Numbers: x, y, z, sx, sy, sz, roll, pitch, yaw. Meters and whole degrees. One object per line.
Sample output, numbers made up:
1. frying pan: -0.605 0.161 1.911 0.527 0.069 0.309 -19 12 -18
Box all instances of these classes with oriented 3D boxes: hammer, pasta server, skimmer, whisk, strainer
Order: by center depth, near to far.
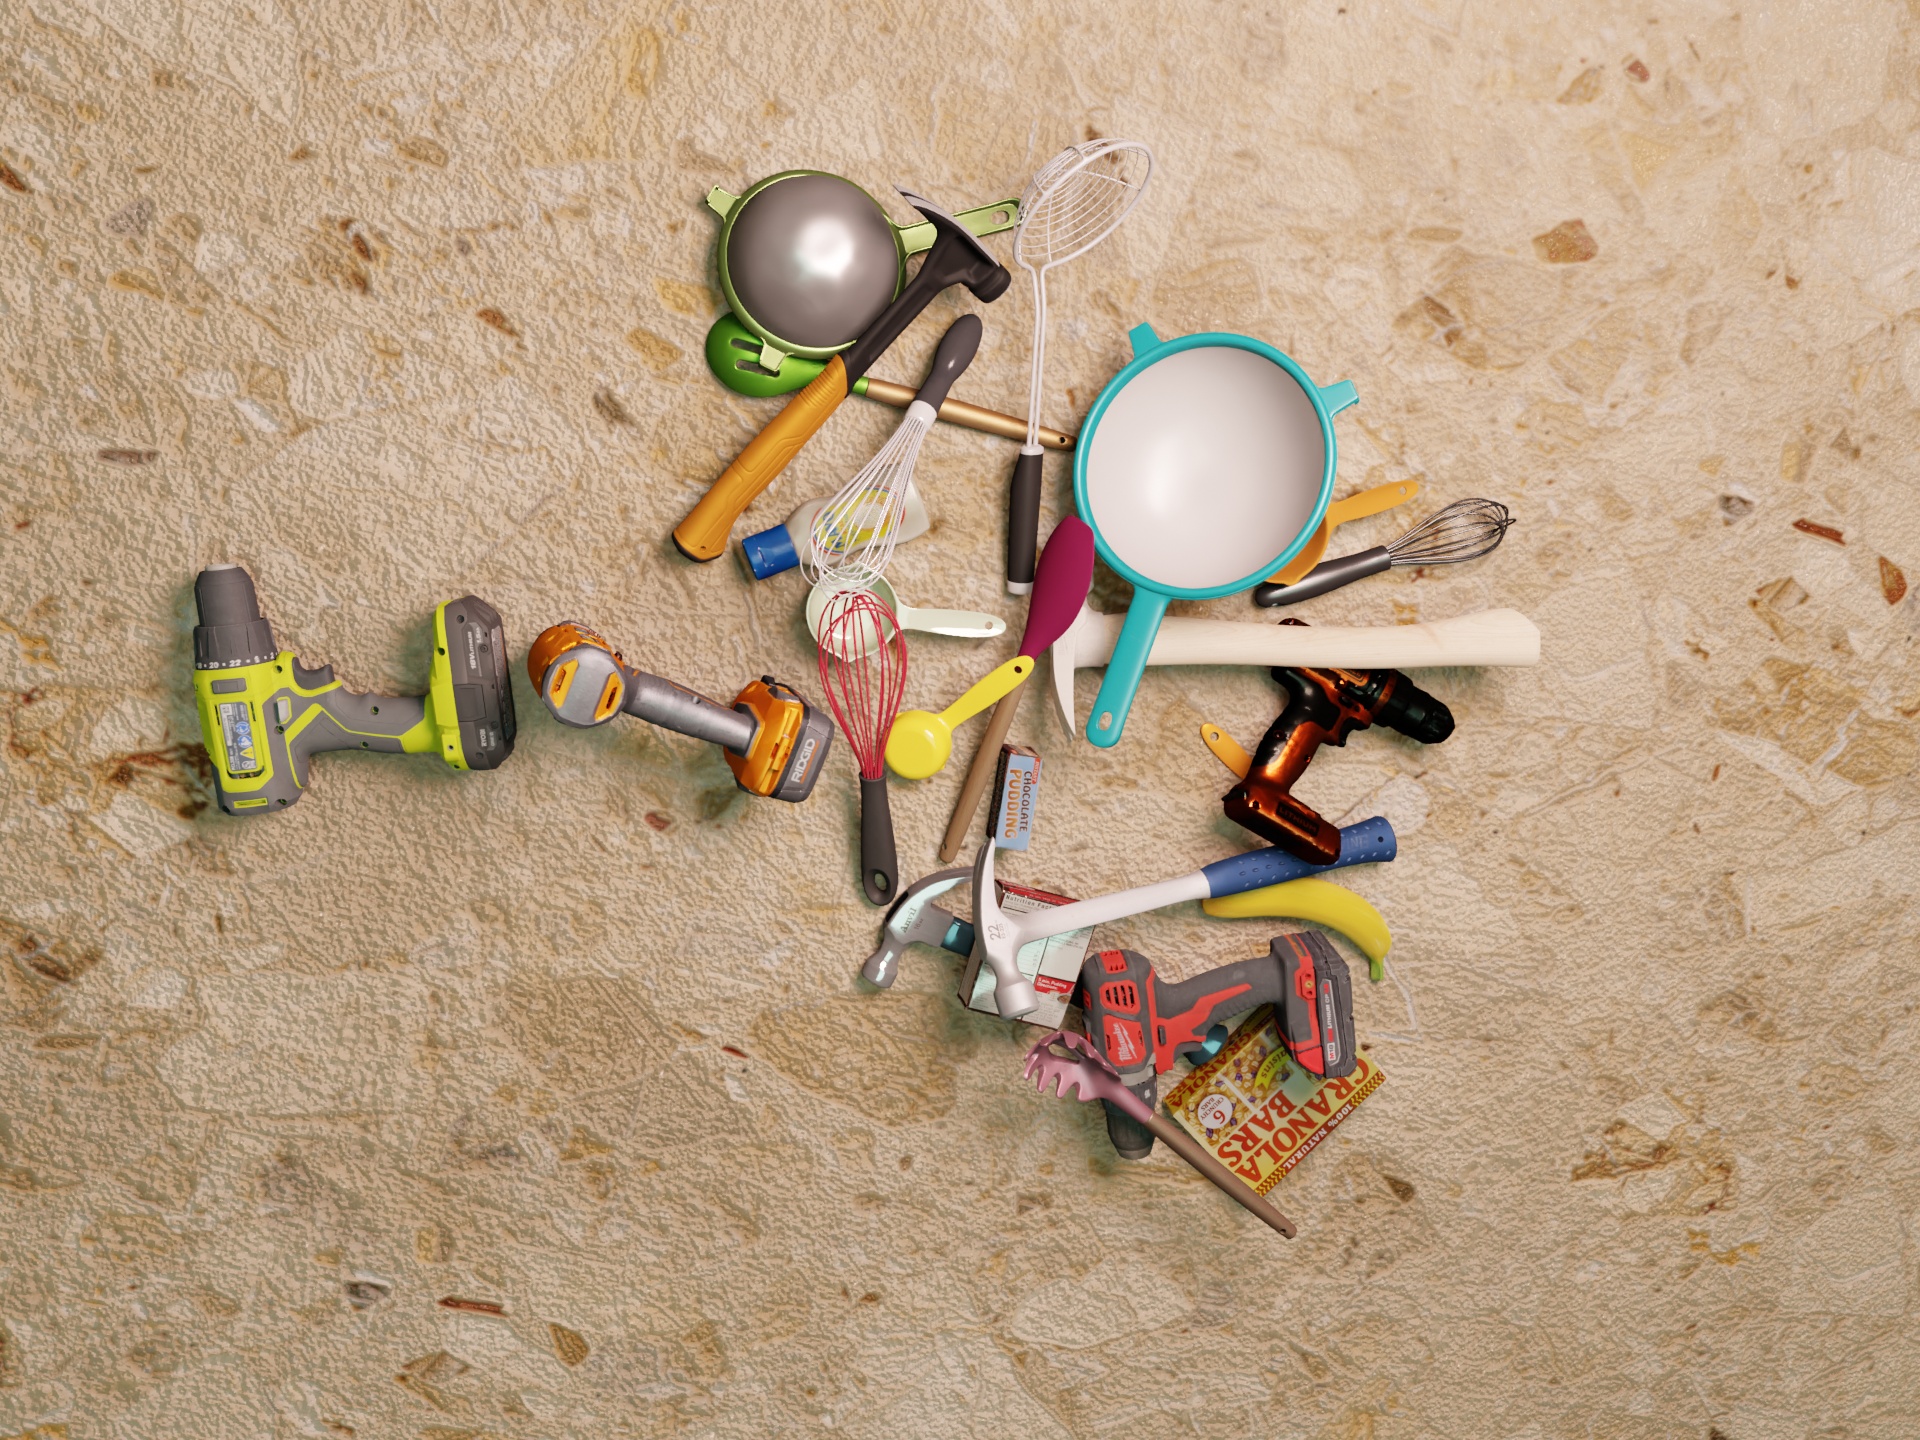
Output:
1. hammer: -0.111 -0.254 1.232 0.337 0.034 0.127 -46 141 13
2. strainer: -0.061 -0.376 1.237 0.256 0.069 0.151 -18 92 -12
3. whisk: -0.045 -0.213 1.239 0.070 0.070 0.285 32 66 -14
4. skimmer: 0.083 -0.269 1.255 0.127 0.090 0.363 -20 121 -46
5. strainer: 0.182 -0.137 1.285 0.211 0.095 0.340 22 97 23
6. whisk: -0.074 0.027 1.299 0.073 0.073 0.295 -8 118 -9
7. hammer: 0.279 -0.053 1.329 0.410 0.038 0.146 1 77 -3
8. pasta server: 0.176 0.356 1.346 0.316 0.040 0.060 41 118 -16
9. hammer: 0.197 0.136 1.355 0.405 0.035 0.144 -11 75 -23
10. whisk: 0.369 -0.141 1.381 0.239 0.055 0.055 -18 103 -3
11. hammer: 0.087 0.229 1.400 0.331 0.033 0.128 25 96 -14

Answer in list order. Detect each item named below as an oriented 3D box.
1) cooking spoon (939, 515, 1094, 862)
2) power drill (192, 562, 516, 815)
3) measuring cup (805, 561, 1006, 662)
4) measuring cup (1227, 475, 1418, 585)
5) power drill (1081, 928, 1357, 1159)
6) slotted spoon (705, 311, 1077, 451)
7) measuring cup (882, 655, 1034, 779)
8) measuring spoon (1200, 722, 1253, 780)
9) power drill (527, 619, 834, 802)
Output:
1. cooking spoon: 0.041 -0.019 1.319 0.017 0.069 0.318 5 115 -38
2. power drill: -0.472 -0.033 1.229 0.228 0.080 0.190 -6 101 -7
3. measuring cup: -0.047 -0.087 1.318 0.167 0.038 0.083 5 99 -13
4. measuring cup: 0.303 -0.176 1.360 0.173 0.052 0.095 -18 103 -9
5. power drill: 0.220 0.279 1.376 0.226 0.080 0.187 -8 105 -2
6. slotted spoon: -0.051 -0.266 1.290 0.313 0.031 0.070 14 92 -14
7. measuring cup: -0.002 -0.004 1.310 0.156 0.029 0.062 -36 97 25
8. measuring spoon: 0.254 0.043 1.409 0.117 0.011 0.021 43 90 -14
9. power drill: -0.228 -0.016 1.248 0.226 0.164 0.084 20 96 -26
